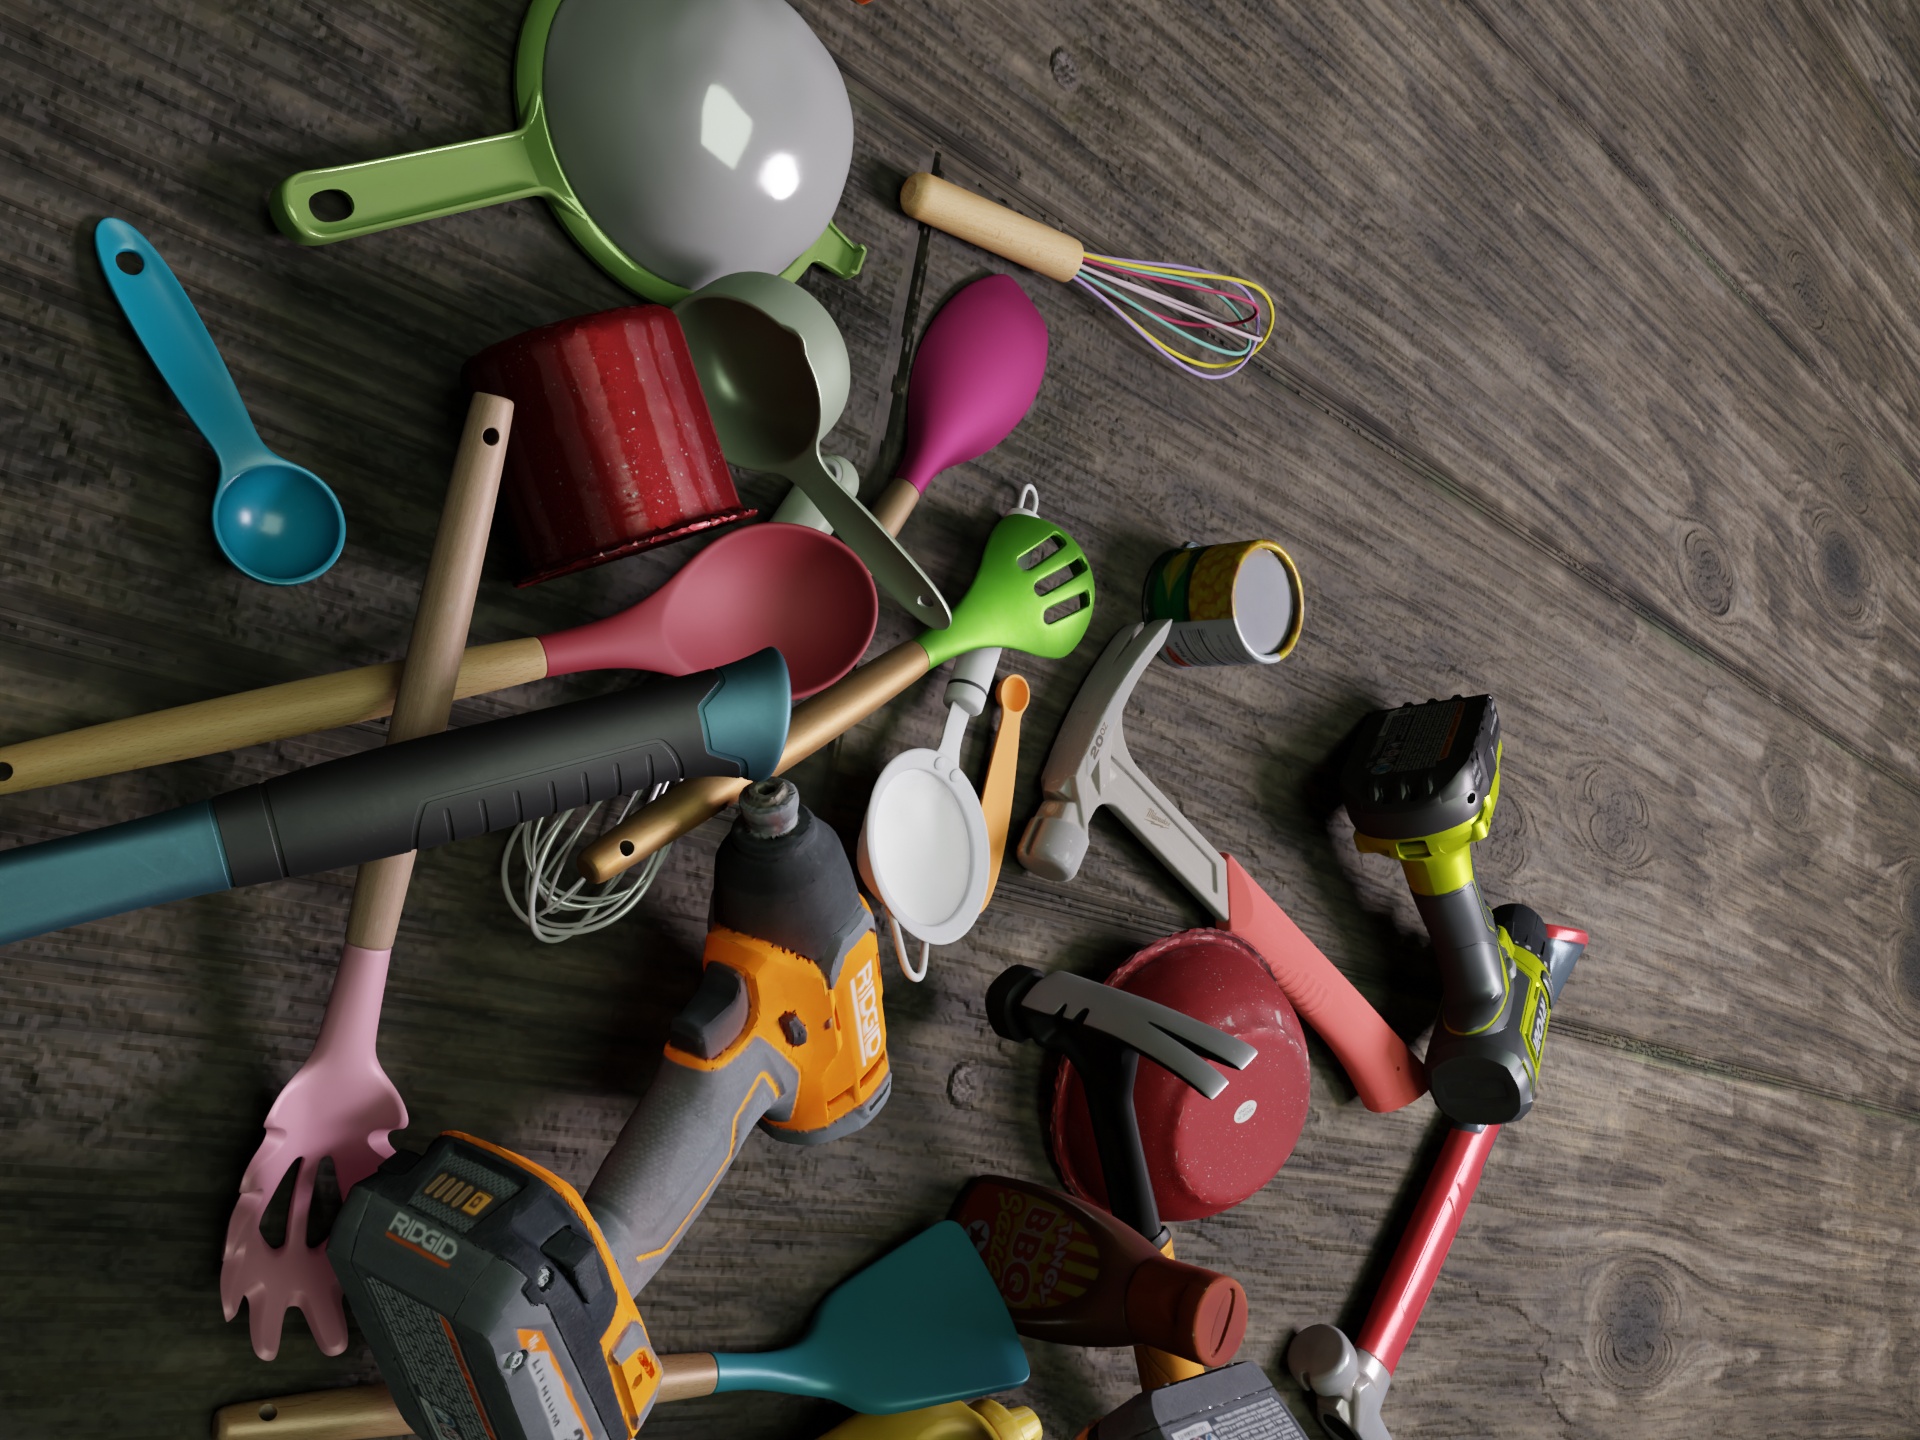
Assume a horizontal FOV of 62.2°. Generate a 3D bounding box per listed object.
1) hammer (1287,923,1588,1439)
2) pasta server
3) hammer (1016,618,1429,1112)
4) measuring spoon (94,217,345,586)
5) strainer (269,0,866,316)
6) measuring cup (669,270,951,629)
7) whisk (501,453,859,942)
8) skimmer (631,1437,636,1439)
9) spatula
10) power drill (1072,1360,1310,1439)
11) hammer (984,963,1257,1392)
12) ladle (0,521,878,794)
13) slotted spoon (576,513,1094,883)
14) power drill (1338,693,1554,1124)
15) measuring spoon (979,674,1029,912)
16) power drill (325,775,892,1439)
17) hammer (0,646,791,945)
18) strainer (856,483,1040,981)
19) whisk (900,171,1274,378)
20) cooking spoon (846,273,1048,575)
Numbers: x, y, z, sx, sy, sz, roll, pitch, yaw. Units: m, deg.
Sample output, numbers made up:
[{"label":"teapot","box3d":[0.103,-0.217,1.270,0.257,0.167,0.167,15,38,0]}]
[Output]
[{"label":"hammer","box3d":[0.330,0.291,1.025,0.386,0.038,0.143,-52,123,-30]},{"label":"pasta server","box3d":[-0.185,0.049,0.519,0.060,0.040,0.316,12,94,-36]},{"label":"hammer","box3d":[0.168,0.107,0.883,0.358,0.037,0.149,44,61,-32]},{"label":"measuring spoon","box3d":[-0.248,-0.102,0.523,0.042,0.021,0.128,-34,102,-37]},{"label":"strainer","box3d":[-0.128,-0.221,0.595,0.256,0.069,0.151,-32,110,-40]},{"label":"measuring cup","box3d":[-0.052,-0.108,0.646,0.167,0.083,0.038,49,44,-16]},{"label":"whisk","box3d":[-0.103,-0.017,0.635,0.059,0.058,0.246,82,32,-55]},{"label":"skimmer","box3d":[-0.253,0.272,0.495,0.363,0.090,0.127,22,85,-29]},{"label":"spatula","box3d":[-0.115,0.245,0.611,0.317,0.082,0.044,11,124,-38]},{"label":"power drill","box3d":[0.055,0.369,0.673,0.226,0.084,0.185,-47,147,17]},{"label":"hammer","box3d":[0.097,0.270,0.753,0.034,0.127,0.336,-35,123,-38]},{"label":"ladle","box3d":[-0.170,-0.016,0.552,0.315,0.031,0.069,-15,94,-32]},{"label":"slotted spoon","box3d":[-0.033,-0.014,0.656,0.314,0.031,0.070,-35,102,-42]},{"label":"power drill","box3d":[0.311,0.104,0.977,0.190,0.080,0.228,-47,121,-53]},{"label":"measuring spoon","box3d":[0.015,0.035,0.763,0.021,0.011,0.117,16,82,-42]},{"label":"power drill","box3d":[-0.104,0.132,0.557,0.226,0.084,0.164,-47,143,-44]},{"label":"hammer","box3d":[-0.206,0.034,0.476,0.331,0.033,0.128,-15,101,-23]},{"label":"strainer","box3d":[-0.001,-0.002,0.728,0.086,0.050,0.259,42,56,-41]},{"label":"whisk","box3d":[0.072,-0.228,0.800,0.244,0.047,0.051,10,68,-38]},{"label":"cooking spoon","box3d":[-0.036,-0.085,0.711,0.068,0.017,0.319,47,59,-30]}]
